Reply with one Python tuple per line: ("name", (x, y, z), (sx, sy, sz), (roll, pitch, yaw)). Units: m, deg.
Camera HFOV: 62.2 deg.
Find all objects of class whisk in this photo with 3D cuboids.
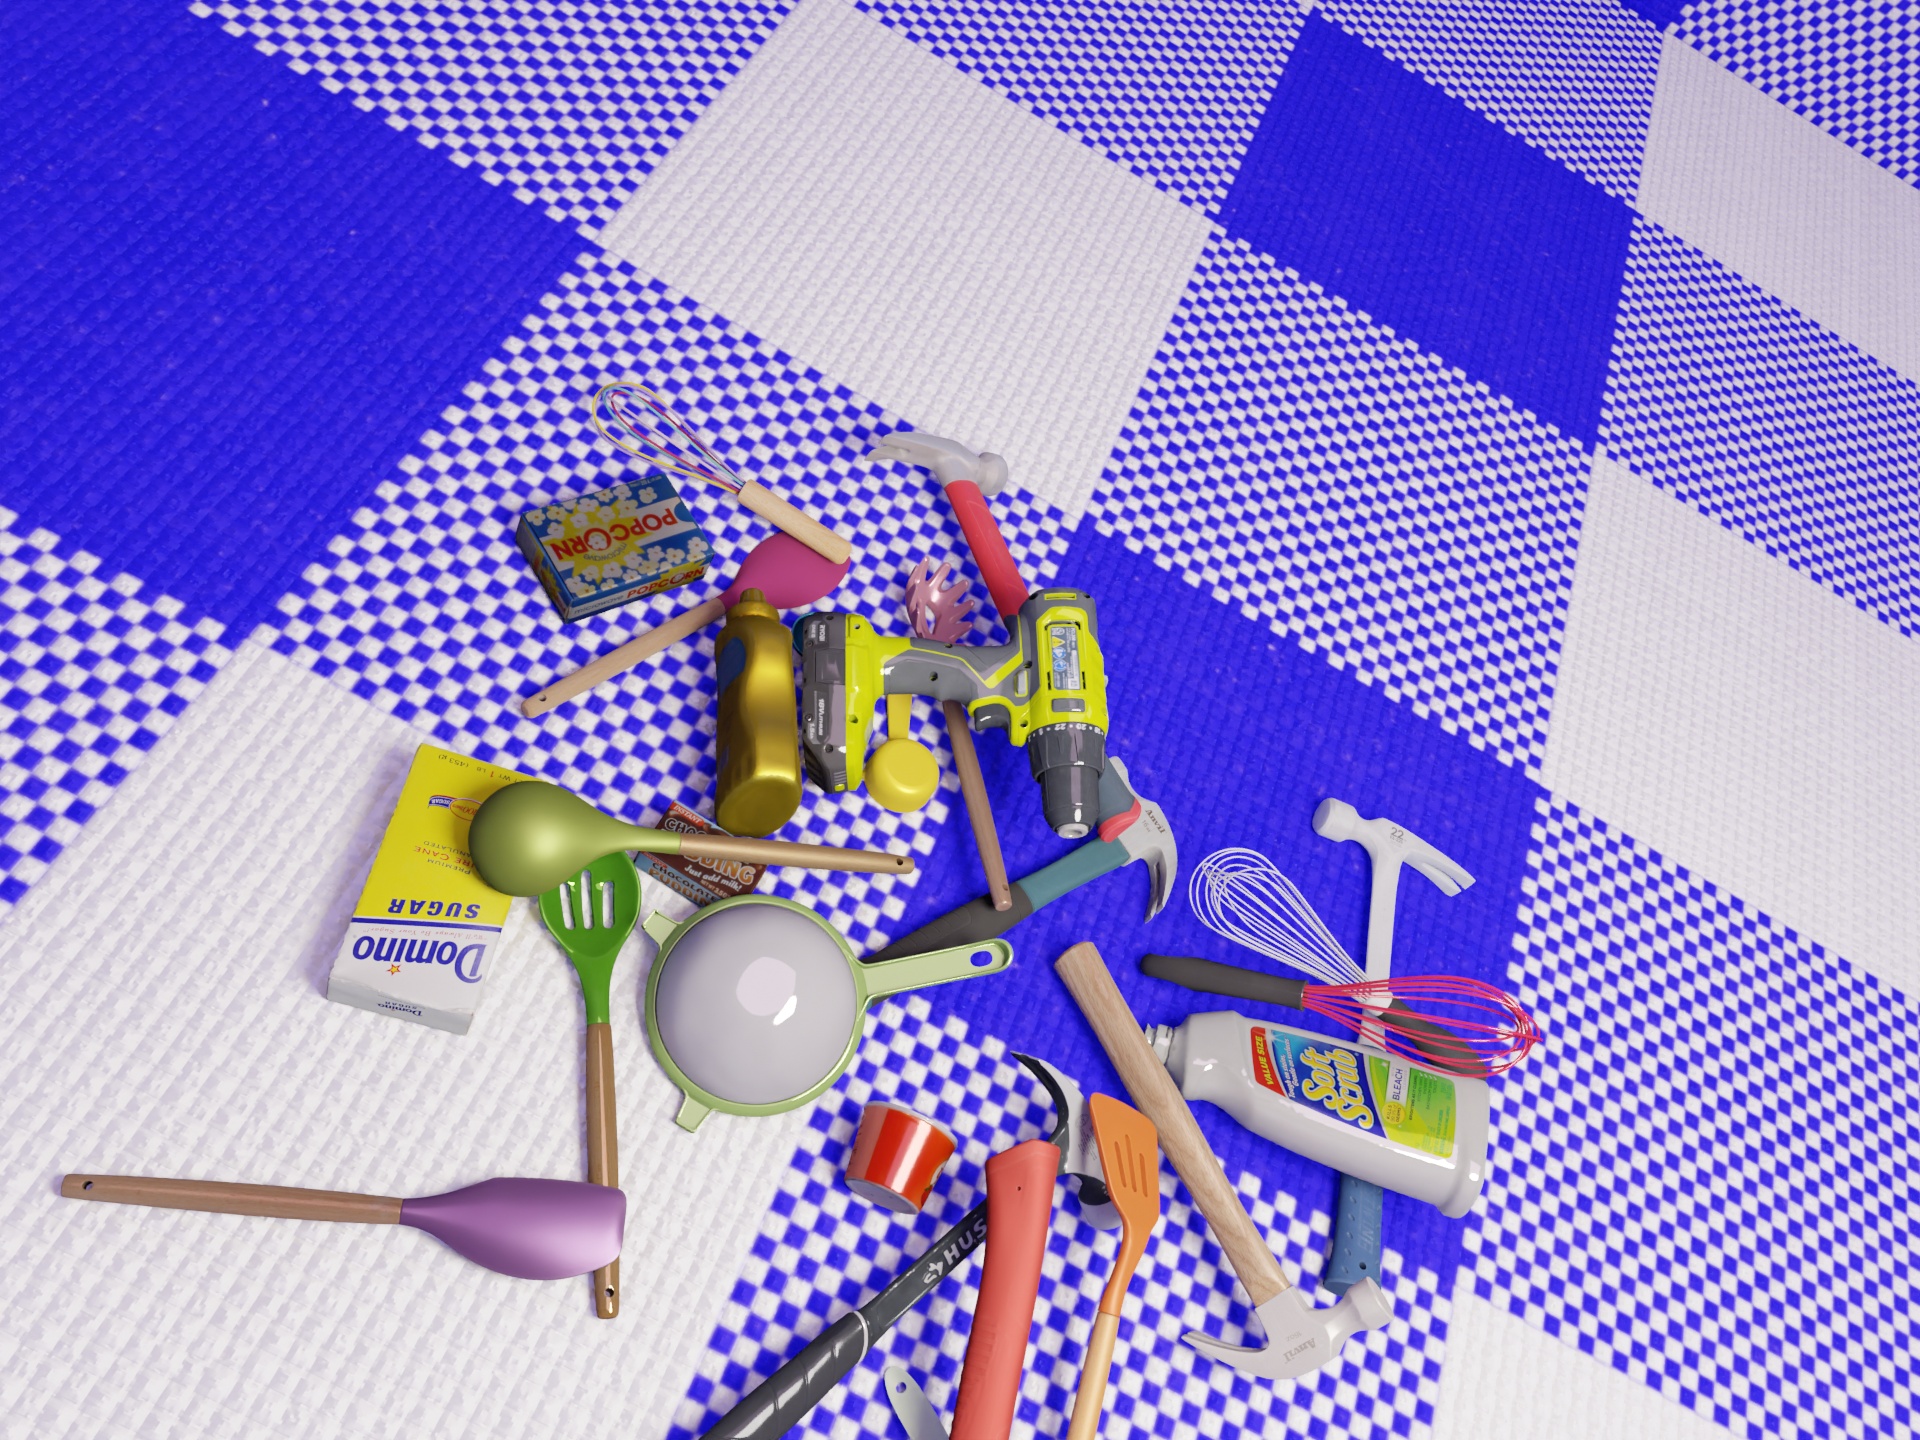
("whisk", (0.295, 0.197, 1.229), (0.284, 0.070, 0.070), (37, 53, -5))
("whisk", (-0.193, -0.203, 1.297), (0.245, 0.051, 0.047), (33, 46, 0))
("whisk", (0.273, 0.207, 1.171), (0.296, 0.073, 0.073), (8, 49, 25))

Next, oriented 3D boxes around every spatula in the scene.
("spatula", (-0.358, 0.290, 0.939), (0.315, 0.018, 0.060), (10, 63, -15))
("spatula", (0.083, 0.408, 1.032), (0.081, 0.041, 0.323), (35, 63, -40))

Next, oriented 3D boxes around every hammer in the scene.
("hammer", (-0.052, 0.367, 0.991), (0.409, 0.036, 0.149), (-33, 110, -32))
("hammer", (0.019, 0.433, 0.946), (0.149, 0.036, 0.359), (11, 67, 7))
("hammer", (0.158, 0.304, 1.127), (0.332, 0.130, 0.031), (59, 12, 26))
("hammer", (0.332, 0.254, 1.263), (0.144, 0.035, 0.406), (22, 54, -10))
("hammer", (0.035, 0.139, 1.204), (0.331, 0.033, 0.128), (-24, 72, -33))
("hammer", (0.043, -0.075, 1.293), (0.143, 0.038, 0.387), (4, 54, -44))

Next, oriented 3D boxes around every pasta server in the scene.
("pasta server", (0.003, 0.005, 1.248), (0.060, 0.040, 0.317), (13, 48, -35))

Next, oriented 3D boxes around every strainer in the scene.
("strainer", (-0.083, 0.176, 1.069), (0.256, 0.069, 0.152), (-9, 74, -13))

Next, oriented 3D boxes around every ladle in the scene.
("ladle", (-0.176, 0.091, 1.098), (0.320, 0.062, 0.078), (9, 63, -32))

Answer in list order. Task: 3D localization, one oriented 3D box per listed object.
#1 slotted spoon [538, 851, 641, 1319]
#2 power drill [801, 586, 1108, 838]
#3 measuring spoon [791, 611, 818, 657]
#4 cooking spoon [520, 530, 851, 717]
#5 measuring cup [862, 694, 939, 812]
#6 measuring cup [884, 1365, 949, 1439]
("slotted spoon", (-0.237, 0.224, 1.036), (0.070, 0.031, 0.314), (3, 62, -22))
("power drill", (-0.002, -0.004, 1.189), (0.228, 0.080, 0.191), (-1, 66, -2))
("measuring spoon", (-0.103, -0.024, 1.255), (0.042, 0.021, 0.129), (-12, 75, -21))
("cooking spoon", (-0.207, -0.078, 1.237), (0.319, 0.017, 0.069), (-34, 78, -36))
("measuring cup", (-0.044, -0.003, 1.254), (0.062, 0.029, 0.157), (10, 60, -18))
("measuring cup", (0.002, 0.477, 0.984), (0.083, 0.038, 0.168), (-32, 57, -11))
